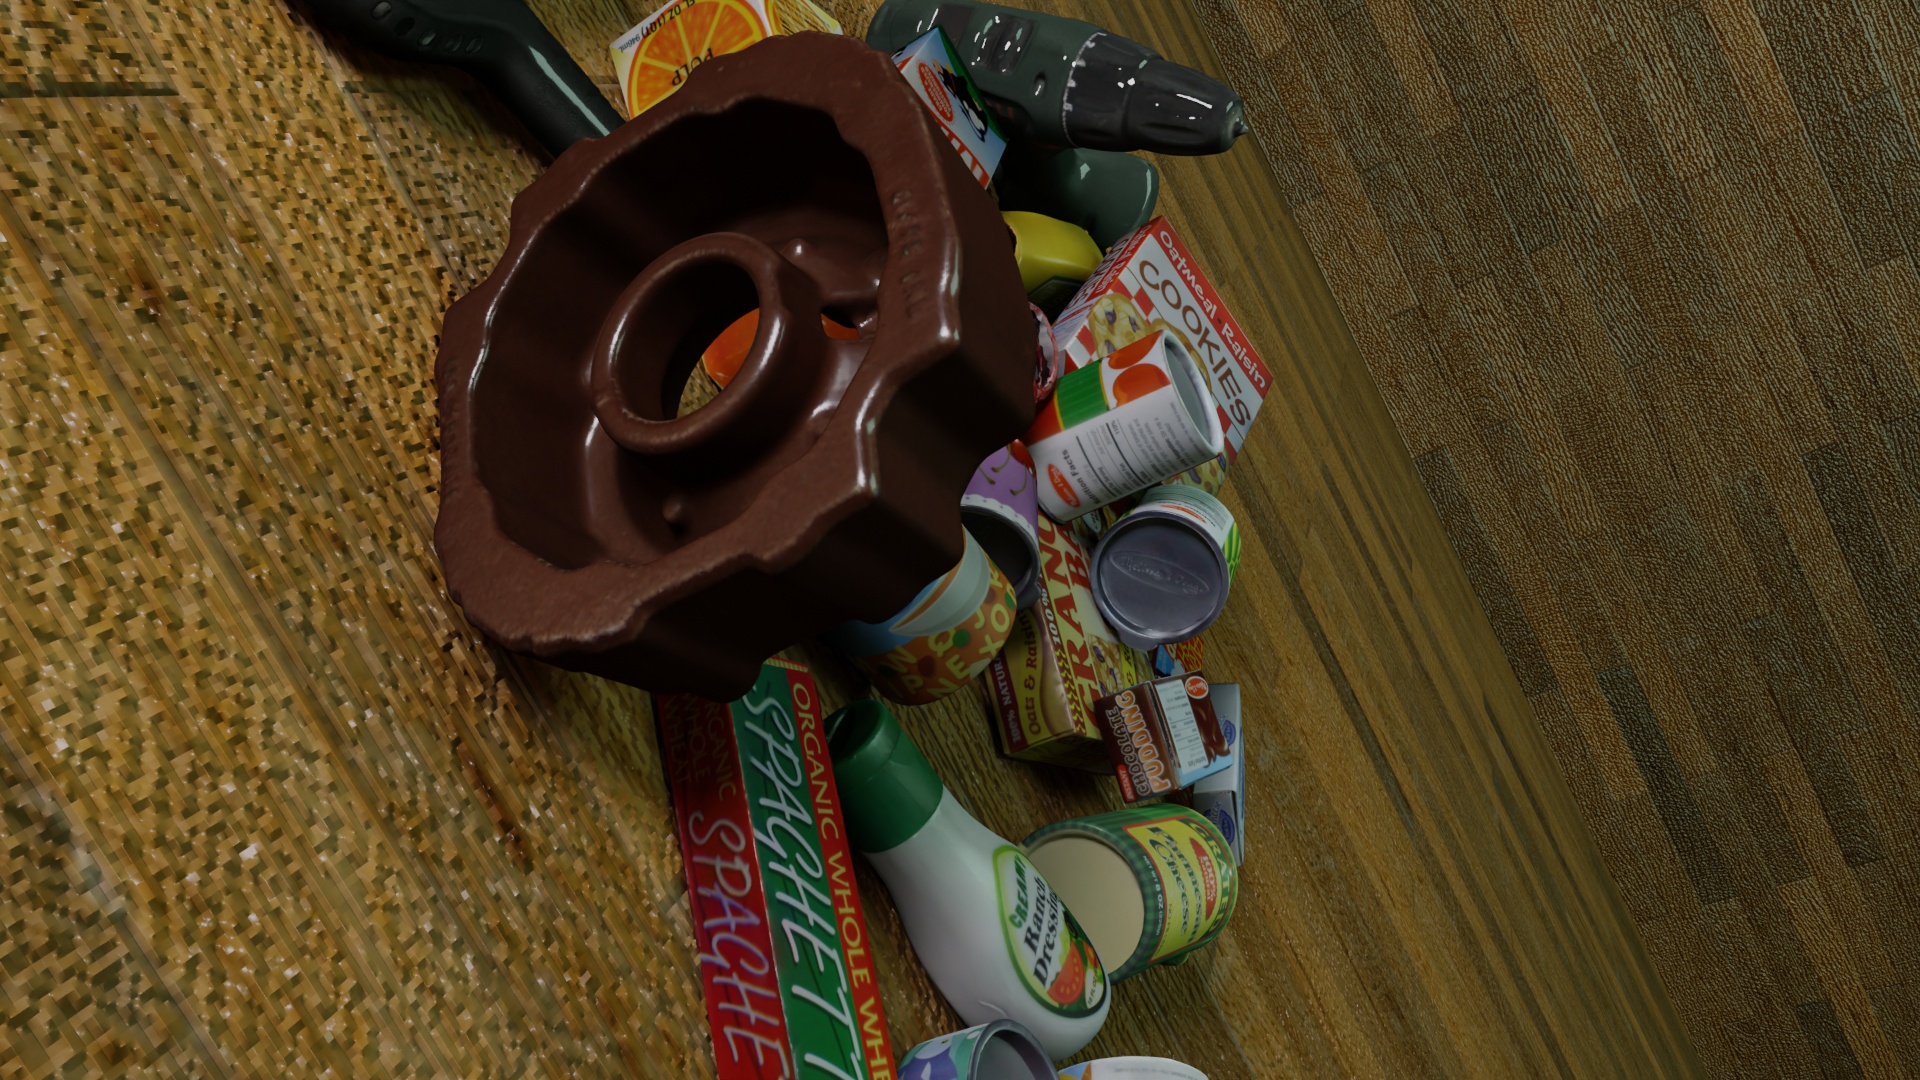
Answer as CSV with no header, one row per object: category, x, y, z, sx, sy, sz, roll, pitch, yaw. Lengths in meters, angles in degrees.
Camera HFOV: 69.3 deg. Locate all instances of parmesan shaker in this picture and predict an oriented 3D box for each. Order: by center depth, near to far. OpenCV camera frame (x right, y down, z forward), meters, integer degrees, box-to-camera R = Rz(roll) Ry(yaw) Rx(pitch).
parmesan shaker,0.069,0.149,0.578,0.103,0.071,0.071,13,56,-61

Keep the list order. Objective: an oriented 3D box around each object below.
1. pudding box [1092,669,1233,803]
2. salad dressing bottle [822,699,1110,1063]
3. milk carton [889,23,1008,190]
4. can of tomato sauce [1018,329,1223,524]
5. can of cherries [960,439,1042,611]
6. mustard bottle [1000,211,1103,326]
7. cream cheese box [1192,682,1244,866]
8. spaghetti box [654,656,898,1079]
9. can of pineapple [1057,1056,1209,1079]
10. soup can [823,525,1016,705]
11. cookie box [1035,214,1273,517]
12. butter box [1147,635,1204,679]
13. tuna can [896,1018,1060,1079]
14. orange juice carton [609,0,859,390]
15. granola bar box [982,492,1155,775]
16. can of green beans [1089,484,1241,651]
pudding box,0.094,0.089,0.635,0.084,0.030,0.050,3,67,-64
salad dressing bottle,-0.002,0.120,0.485,0.147,0.044,0.064,55,27,-22
milk carton,-0.035,-0.182,0.672,0.073,0.072,0.191,56,25,-22
can of tomato sauce,0.073,-0.055,0.660,0.071,0.083,0.071,47,29,-37
can of cherries,0.002,-0.007,0.588,0.071,0.071,0.059,49,27,-34
mustard bottle,0.030,-0.160,0.806,0.160,0.065,0.049,-2,63,-59
cream cheese box,0.149,0.132,0.792,0.104,0.024,0.053,-68,151,-59
spaghetti box,-0.042,0.151,0.390,0.050,0.028,0.251,23,47,-57
can of pineapple,0.059,0.223,0.489,0.071,0.071,0.058,46,30,-38
soup can,-0.026,0.010,0.507,0.083,0.071,0.072,50,27,-32
cookie box,0.107,-0.091,0.771,0.122,0.040,0.168,52,42,-16
butter box,0.119,0.073,0.808,0.053,0.024,0.104,57,25,-21
tuna can,0.008,0.194,0.447,0.071,0.032,0.071,46,30,-36
orange juice carton,-0.067,-0.123,0.550,0.073,0.071,0.193,10,58,-62
granola bar box,0.044,0.027,0.676,0.124,0.039,0.166,25,46,-57
can of green beans,0.101,0.010,0.678,0.071,0.071,0.058,63,22,-6
